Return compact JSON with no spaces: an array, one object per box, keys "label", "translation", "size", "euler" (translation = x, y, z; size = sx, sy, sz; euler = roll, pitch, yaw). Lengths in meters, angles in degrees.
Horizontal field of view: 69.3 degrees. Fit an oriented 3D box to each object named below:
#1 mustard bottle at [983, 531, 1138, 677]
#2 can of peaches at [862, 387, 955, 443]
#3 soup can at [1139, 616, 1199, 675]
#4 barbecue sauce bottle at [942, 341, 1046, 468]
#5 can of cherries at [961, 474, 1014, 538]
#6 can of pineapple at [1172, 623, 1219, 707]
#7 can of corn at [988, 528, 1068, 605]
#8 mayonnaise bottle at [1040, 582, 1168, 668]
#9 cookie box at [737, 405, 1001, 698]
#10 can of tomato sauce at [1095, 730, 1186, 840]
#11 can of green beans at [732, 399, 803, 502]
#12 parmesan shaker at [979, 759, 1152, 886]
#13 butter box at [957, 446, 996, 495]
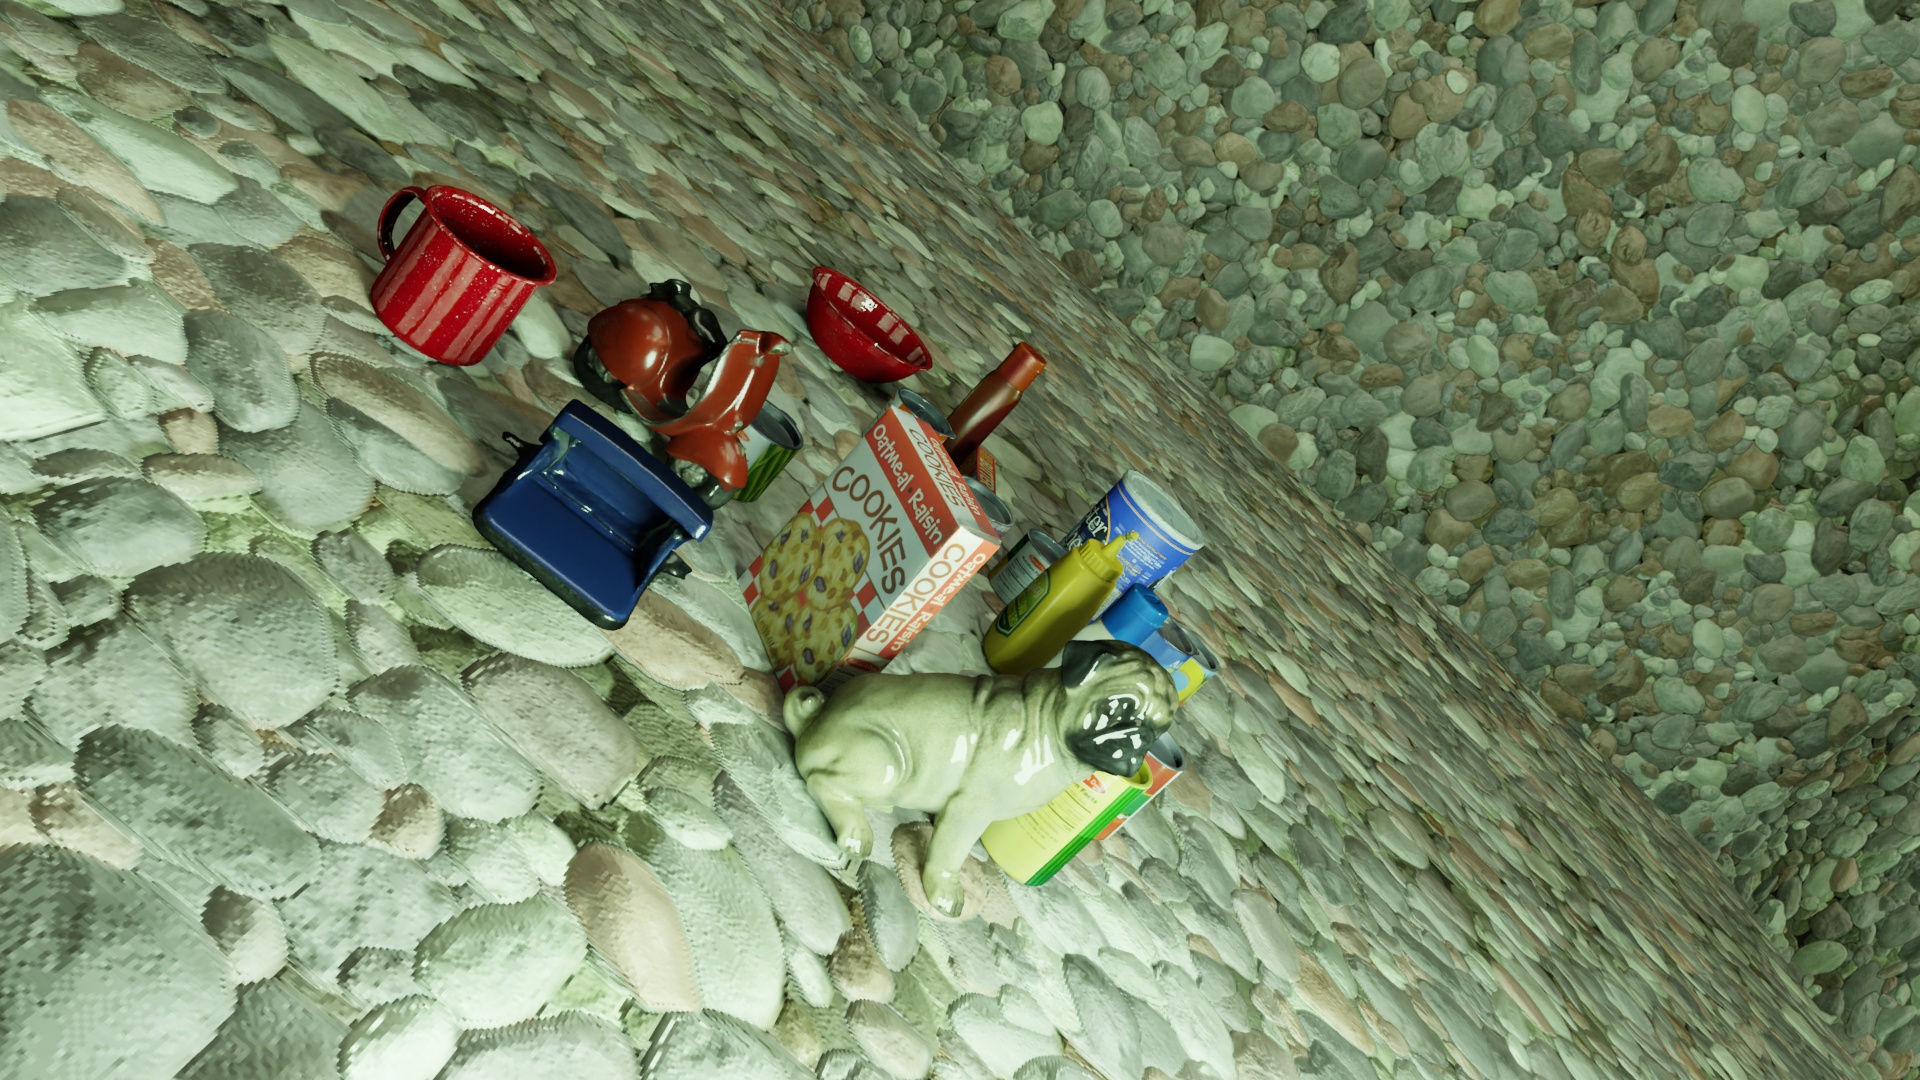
[{"label":"mustard bottle","translation":[0.085,0.045,1.125],"size":[0.049,0.159,0.065],"euler":[36,19,-19]},{"label":"can of peaches","translation":[-0.050,-0.102,1.331],"size":[0.071,0.058,0.071],"euler":[38,19,-15]},{"label":"soup can","translation":[0.162,0.109,1.261],"size":[0.071,0.083,0.071],"euler":[38,19,-15]},{"label":"barbecue sauce bottle","translation":[0.027,-0.138,1.422],"size":[0.044,0.148,0.065],"euler":[47,19,12]},{"label":"can of cherries","translation":[0.004,-0.016,1.253],"size":[0.071,0.058,0.072],"euler":[38,19,-15]},{"label":"can of pineapple","translation":[0.212,0.124,1.366],"size":[0.071,0.057,0.071],"euler":[38,19,-15]},{"label":"can of corn","translation":[0.069,0.032,1.280],"size":[0.071,0.058,0.071],"euler":[38,19,-15]},{"label":"mayonnaise bottle","translation":[0.095,0.094,1.059],"size":[0.041,0.147,0.065],"euler":[52,20,24]},{"label":"cookie box","translation":[-0.062,0.014,0.887],"size":[0.040,0.167,0.123],"euler":[25,26,-43]},{"label":"can of tomato sauce","translation":[0.114,0.170,1.032],"size":[0.071,0.083,0.071],"euler":[38,19,-15]},{"label":"can of green beans","translation":[-0.161,-0.071,1.042],"size":[0.071,0.057,0.071],"euler":[38,19,-15]},{"label":"parmesan shaker","translation":[0.065,0.167,0.911],"size":[0.071,0.102,0.071],"euler":[38,19,-15]},{"label":"butter box","translation":[0.009,-0.050,1.346],"size":[0.024,0.053,0.104],"euler":[38,19,-15]}]
